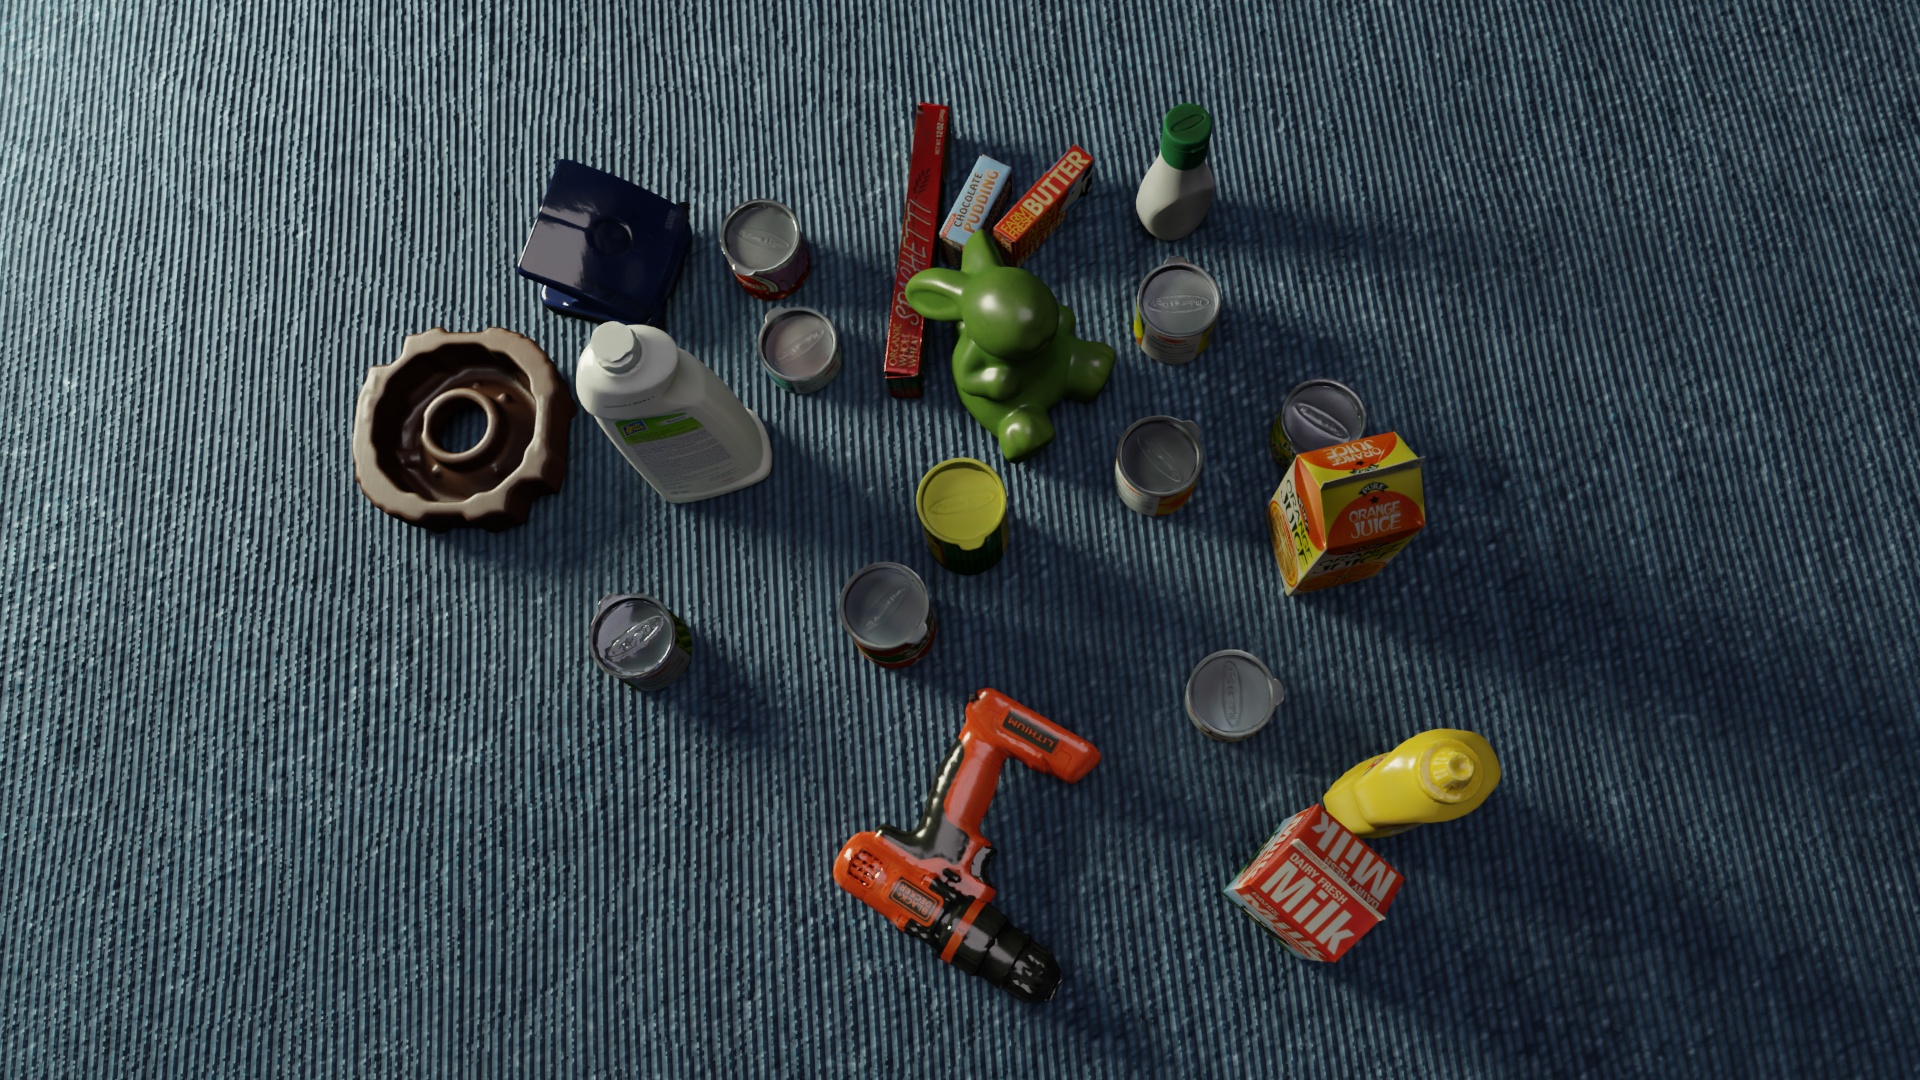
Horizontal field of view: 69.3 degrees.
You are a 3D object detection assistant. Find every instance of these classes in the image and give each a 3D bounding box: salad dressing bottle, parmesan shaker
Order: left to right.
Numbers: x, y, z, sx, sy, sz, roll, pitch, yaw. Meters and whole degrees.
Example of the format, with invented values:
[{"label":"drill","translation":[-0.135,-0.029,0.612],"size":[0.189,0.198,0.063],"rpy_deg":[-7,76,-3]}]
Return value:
[{"label":"parmesan shaker","translation":[0.004,-0.013,1.059],"size":[0.071,0.103,0.071],"rpy_deg":[-1,74,3]},{"label":"salad dressing bottle","translation":[0.175,-0.292,1.107],"size":[0.064,0.147,0.044],"rpy_deg":[-24,75,-4]}]

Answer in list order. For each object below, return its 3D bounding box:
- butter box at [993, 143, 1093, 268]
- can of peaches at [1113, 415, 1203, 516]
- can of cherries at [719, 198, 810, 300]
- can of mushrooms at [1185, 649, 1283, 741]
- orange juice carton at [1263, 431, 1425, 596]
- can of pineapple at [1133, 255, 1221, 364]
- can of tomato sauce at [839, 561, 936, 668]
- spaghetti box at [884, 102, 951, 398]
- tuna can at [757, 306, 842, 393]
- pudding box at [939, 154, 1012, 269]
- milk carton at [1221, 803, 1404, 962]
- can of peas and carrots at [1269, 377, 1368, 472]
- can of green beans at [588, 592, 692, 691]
[{"label":"butter box","translation":[0.070,-0.277,1.157],"size":[0.024,0.053,0.103],"rpy_deg":[40,80,12]},{"label":"can of peaches","translation":[0.156,-0.059,1.088],"size":[0.071,0.058,0.071],"rpy_deg":[-1,74,3]},{"label":"can of cherries","translation":[-0.163,-0.239,1.154],"size":[0.071,0.058,0.071],"rpy_deg":[-1,74,3]},{"label":"can of mushrooms","translation":[0.206,0.118,1.048],"size":[0.071,0.033,0.071],"rpy_deg":[-1,74,3]},{"label":"orange juice carton","translation":[0.276,-0.021,1.001],"size":[0.072,0.192,0.073],"rpy_deg":[-13,74,-1]},{"label":"can of pineapple","translation":[0.175,-0.185,1.123],"size":[0.071,0.057,0.071],"rpy_deg":[-1,74,3]},{"label":"can of tomato sauce","translation":[-0.052,0.059,1.051],"size":[0.071,0.083,0.071],"rpy_deg":[-1,74,3]},{"label":"spaghetti box","translation":[-0.034,-0.241,1.153],"size":[0.029,0.050,0.250],"rpy_deg":[5,74,4]},{"label":"tuna can","translation":[-0.133,-0.158,1.143],"size":[0.071,0.032,0.071],"rpy_deg":[-1,74,3]},{"label":"pudding box","translation":[0.013,-0.273,1.160],"size":[0.030,0.049,0.084],"rpy_deg":[25,77,9]},{"label":"milk carton","translation":[0.236,0.231,0.932],"size":[0.072,0.190,0.073],"rpy_deg":[41,80,12]},{"label":"can of peas and carrots","translation":[0.278,-0.084,1.089],"size":[0.071,0.058,0.071],"rpy_deg":[-1,74,3]},{"label":"can of green beans","translation":[-0.245,0.079,1.068],"size":[0.071,0.057,0.071],"rpy_deg":[-1,74,3]}]
